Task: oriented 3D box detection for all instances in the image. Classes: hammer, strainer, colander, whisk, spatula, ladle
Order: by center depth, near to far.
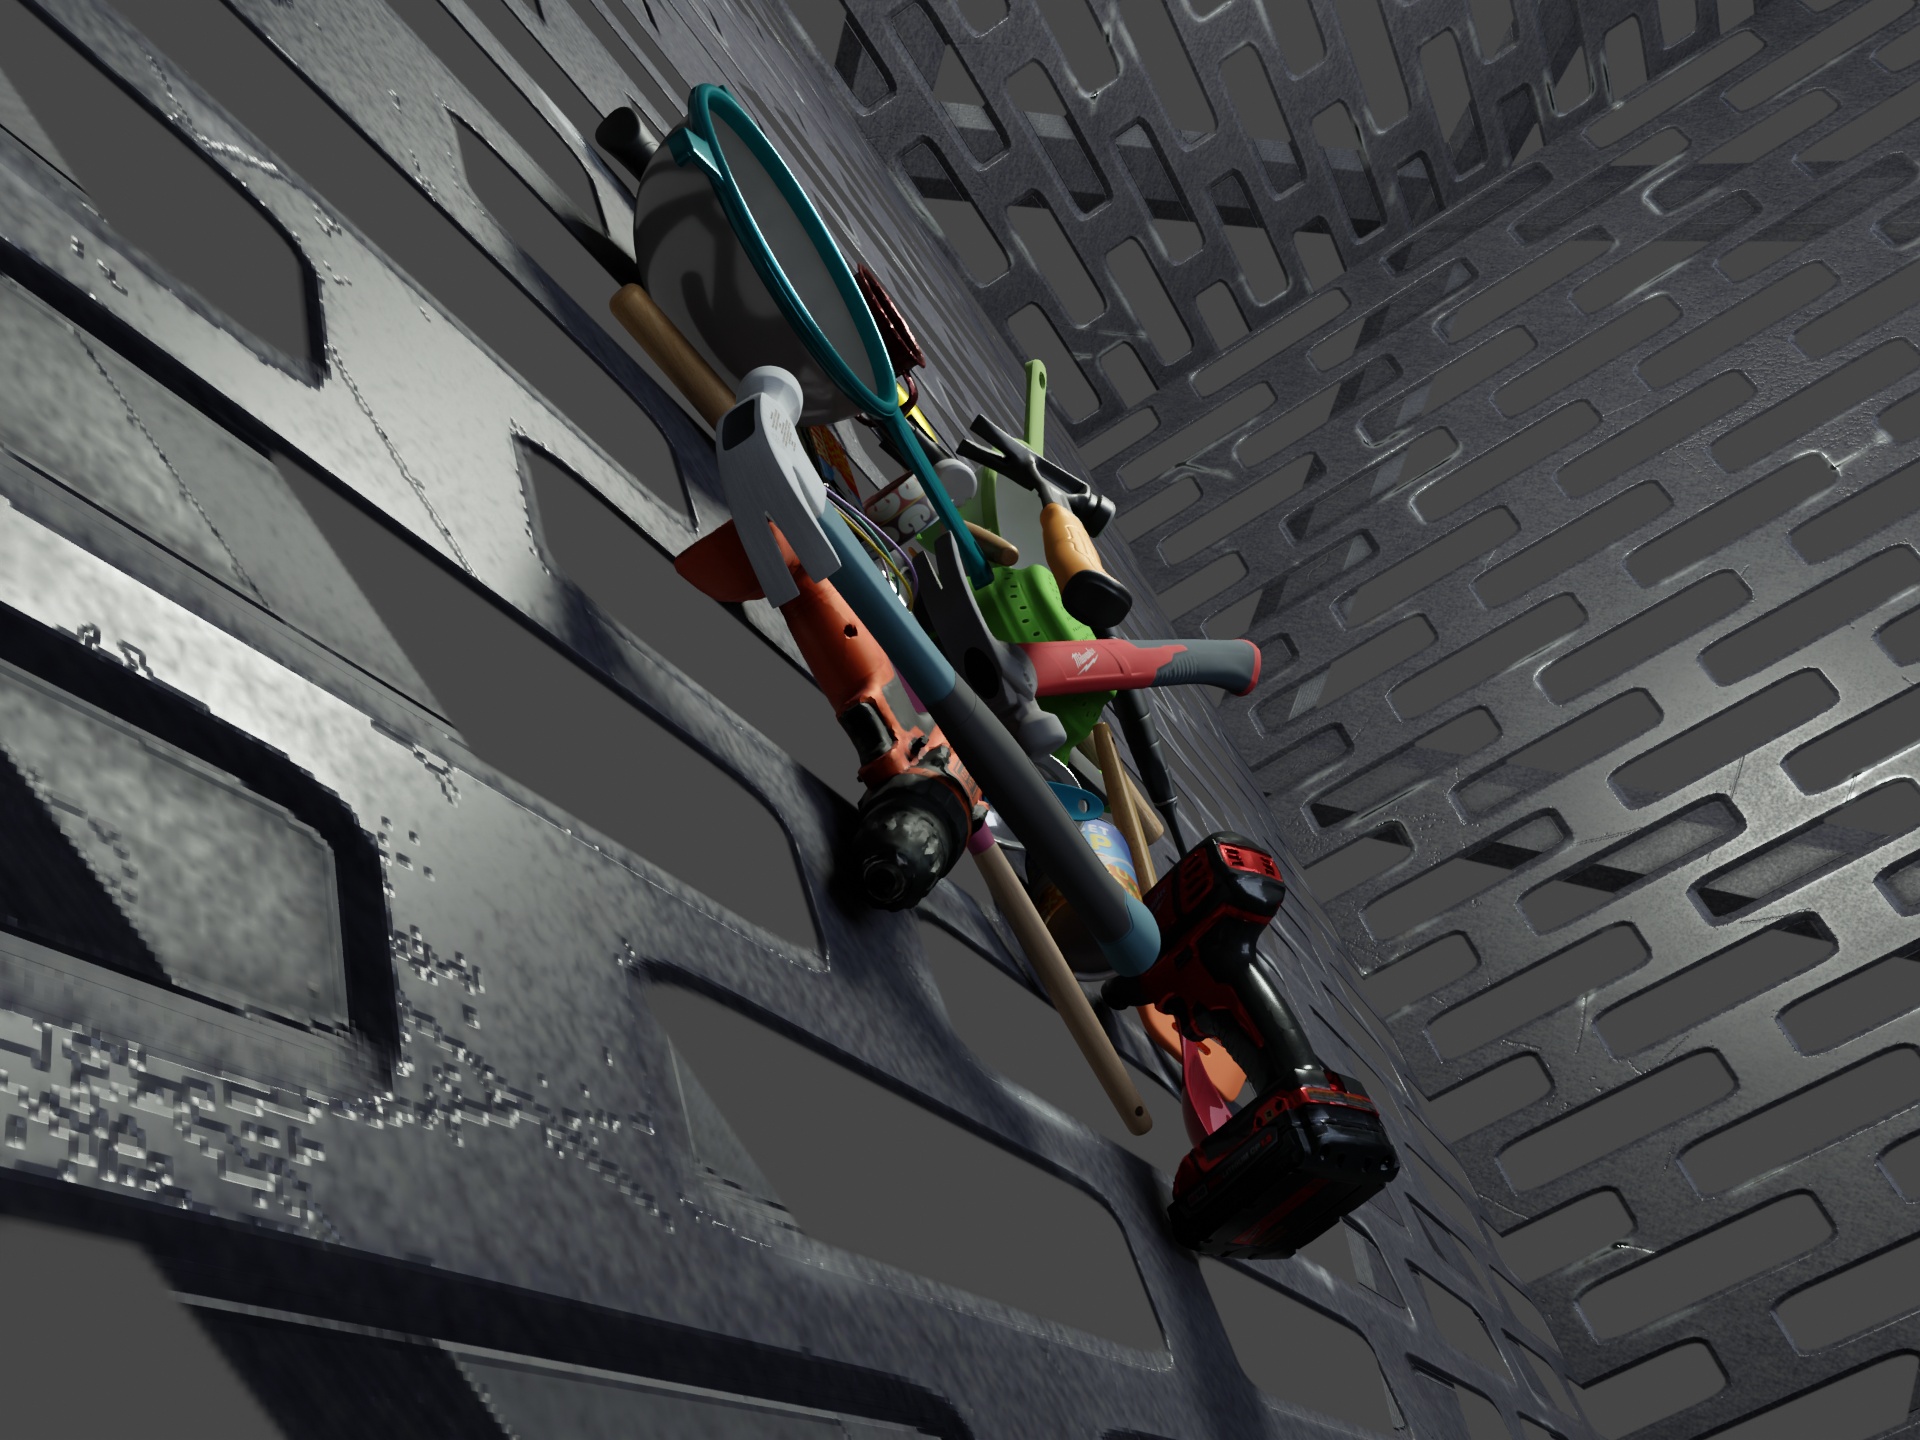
[{"bbox_3d":[-0.002,-0.006,0.724,0.330,0.033,0.128,53,17,-25],"label":"hammer"},{"bbox_3d":[-0.109,-0.142,0.890,0.244,0.051,0.047,48,-5,-26],"label":"whisk"},{"bbox_3d":[-0.097,-0.202,0.954,0.340,0.095,0.211,58,14,-25],"label":"strainer"},{"bbox_3d":[-0.002,-0.003,0.972,0.087,0.050,0.259,-15,61,-33],"label":"strainer"},{"bbox_3d":[0.131,0.146,1.035,0.069,0.031,0.316,27,45,-61],"label":"ladle"},{"bbox_3d":[0.090,0.117,1.045,0.322,0.041,0.081,54,37,-16],"label":"spatula"},{"bbox_3d":[0.063,-0.129,1.048,0.127,0.034,0.337,31,16,-12],"label":"hammer"},{"bbox_3d":[0.107,-0.051,1.071,0.386,0.038,0.143,-6,66,-58],"label":"hammer"},{"bbox_3d":[-0.119,-0.280,1.089,0.334,0.035,0.146,44,5,-25],"label":"hammer"},{"bbox_3d":[0.080,-0.015,1.198,0.396,0.094,0.205,39,23,-58],"label":"colander"},{"bbox_3d":[0.162,0.077,1.226,0.149,0.036,0.409,72,0,-74],"label":"hammer"},{"bbox_3d":[0.034,-0.189,1.295,0.151,0.069,0.257,46,39,-47],"label":"strainer"},{"bbox_3d":[0.084,-0.025,1.394,0.331,0.031,0.130,56,12,-15],"label":"hammer"}]

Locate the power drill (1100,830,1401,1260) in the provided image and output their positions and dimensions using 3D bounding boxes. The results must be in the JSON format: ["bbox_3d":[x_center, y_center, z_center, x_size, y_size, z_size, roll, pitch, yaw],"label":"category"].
[{"bbox_3d":[0.149,0.186,0.913,0.078,0.143,0.220,17,38,-31],"label":"power drill"}]

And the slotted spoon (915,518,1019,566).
[{"bbox_3d":[-0.003,-0.138,1.147,0.314,0.031,0.070,-134,-150,-72],"label":"slotted spoon"}]

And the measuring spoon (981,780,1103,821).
[{"bbox_3d":[0.028,0.044,0.903,0.128,0.021,0.042,11,72,-35],"label":"measuring spoon"}]

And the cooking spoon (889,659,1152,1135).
[{"bbox_3d":[0.024,0.091,0.863,0.017,0.069,0.319,-17,-76,56],"label":"cooking spoon"}]

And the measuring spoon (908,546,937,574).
[{"bbox_3d":[-0.008,-0.091,1.241,0.116,0.011,0.021,49,12,-27],"label":"measuring spoon"}]
